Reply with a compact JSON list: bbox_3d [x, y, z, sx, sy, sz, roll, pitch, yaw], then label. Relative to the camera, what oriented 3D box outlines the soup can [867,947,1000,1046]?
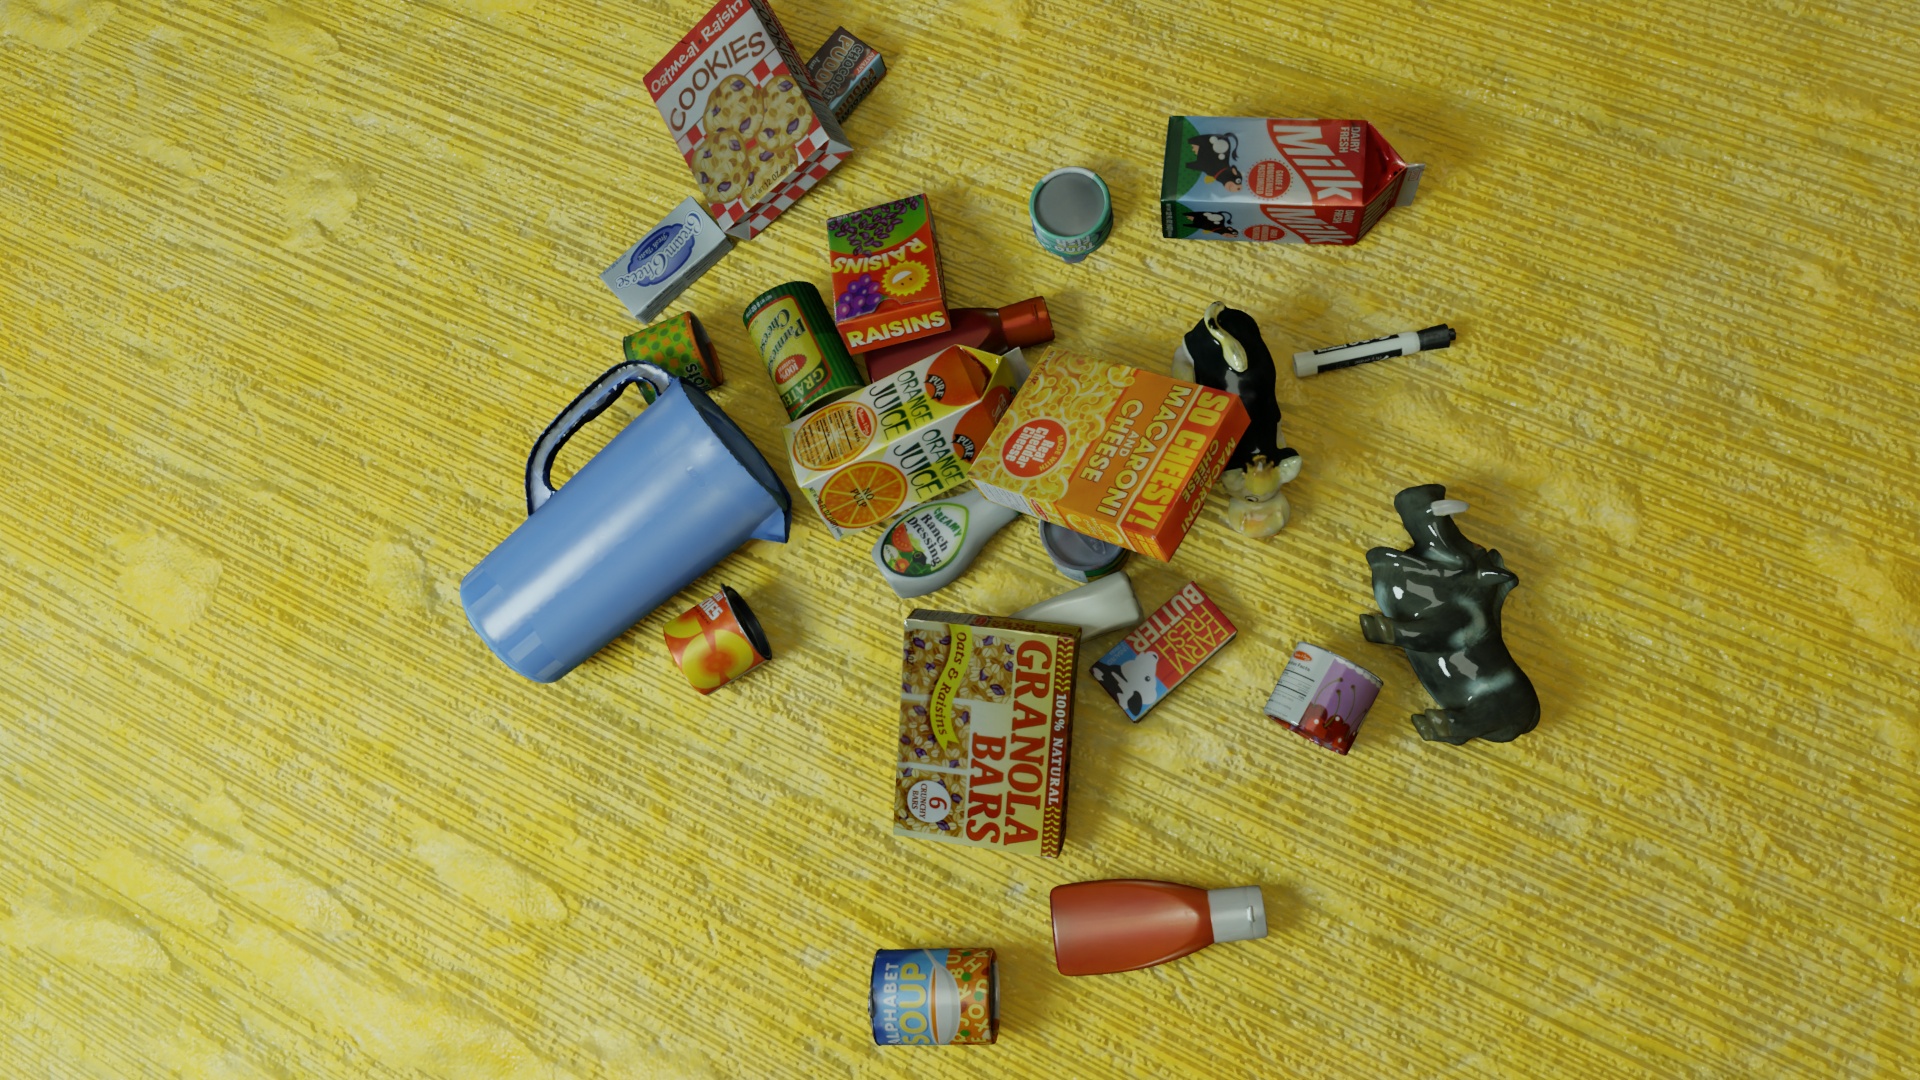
[{"bbox_3d":[-0.017,0.322,0.980,0.084,0.071,0.071,-3,78,8],"label":"soup can"}]

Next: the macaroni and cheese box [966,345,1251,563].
[{"bbox_3d":[0.105,-0.065,0.995,0.166,0.040,0.124,21,71,37],"label":"macaroni and cheese box"}]

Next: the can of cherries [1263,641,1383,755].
[{"bbox_3d":[0.259,0.113,0.985,0.071,0.071,0.058,27,84,14],"label":"can of cherries"}]

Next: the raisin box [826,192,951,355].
[{"bbox_3d":[-0.057,-0.212,1.097,0.086,0.040,0.124,-12,54,6],"label":"raisin box"}]

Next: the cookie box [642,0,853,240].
[{"bbox_3d":[-0.179,-0.354,1.149,0.122,0.040,0.168,-35,74,23],"label":"cookie box"}]

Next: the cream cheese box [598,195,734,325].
[{"bbox_3d":[-0.245,-0.234,1.163,0.104,0.024,0.053,-42,76,-1],"label":"cream cheese box"}]

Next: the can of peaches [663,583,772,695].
[{"bbox_3d":[-0.187,0.076,1.063,0.058,0.071,0.071,-31,75,3],"label":"can of peaches"}]

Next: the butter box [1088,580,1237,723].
[{"bbox_3d":[0.151,0.083,1.030,0.103,0.024,0.053,-41,76,-1],"label":"butter box"}]

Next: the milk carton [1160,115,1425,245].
[{"bbox_3d":[0.253,-0.275,1.067,0.191,0.072,0.073,5,79,10],"label":"milk carton"}]

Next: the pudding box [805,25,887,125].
[{"bbox_3d":[-0.108,-0.384,1.170,0.050,0.030,0.084,40,87,14],"label":"pudding box"}]

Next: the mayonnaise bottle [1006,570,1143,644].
[{"bbox_3d":[0.061,0.067,1.030,0.148,0.065,0.041,-23,89,8],"label":"mayonnaise bottle"}]

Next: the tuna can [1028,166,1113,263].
[{"bbox_3d":[0.088,-0.261,1.110,0.071,0.033,0.071,-2,77,9],"label":"tuna can"}]

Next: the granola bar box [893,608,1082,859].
[{"bbox_3d":[0.019,0.137,1.001,0.124,0.039,0.165,6,103,11],"label":"granola bar box"}]

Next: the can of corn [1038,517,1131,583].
[{"bbox_3d":[0.097,-0.006,1.040,0.071,0.058,0.071,-2,78,9],"label":"can of corn"}]

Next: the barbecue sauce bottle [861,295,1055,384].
[{"bbox_3d":[-0.001,-0.155,1.096,0.148,0.043,0.065,-16,72,5],"label":"barbecue sauce bottle"}]

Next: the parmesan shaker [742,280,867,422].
[{"bbox_3d":[-0.125,-0.145,1.103,0.071,0.071,0.103,-28,75,2],"label":"parmesan shaker"}]

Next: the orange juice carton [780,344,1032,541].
[{"bbox_3d":[-0.031,-0.083,1.059,0.193,0.071,0.073,-25,48,3],"label":"orange juice carton"}]

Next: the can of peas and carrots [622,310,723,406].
[{"bbox_3d":[-0.230,-0.142,1.118,0.059,0.071,0.071,-22,76,4],"label":"can of peas and carrots"}]

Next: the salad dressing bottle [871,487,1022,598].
[{"bbox_3d":[0.004,-0.013,1.064,0.148,0.044,0.064,-34,67,0],"label":"salad dressing bottle"}]

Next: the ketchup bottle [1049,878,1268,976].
[{"bbox_3d":[0.140,0.269,0.981,0.149,0.043,0.065,-7,78,7],"label":"ketchup bottle"}]
